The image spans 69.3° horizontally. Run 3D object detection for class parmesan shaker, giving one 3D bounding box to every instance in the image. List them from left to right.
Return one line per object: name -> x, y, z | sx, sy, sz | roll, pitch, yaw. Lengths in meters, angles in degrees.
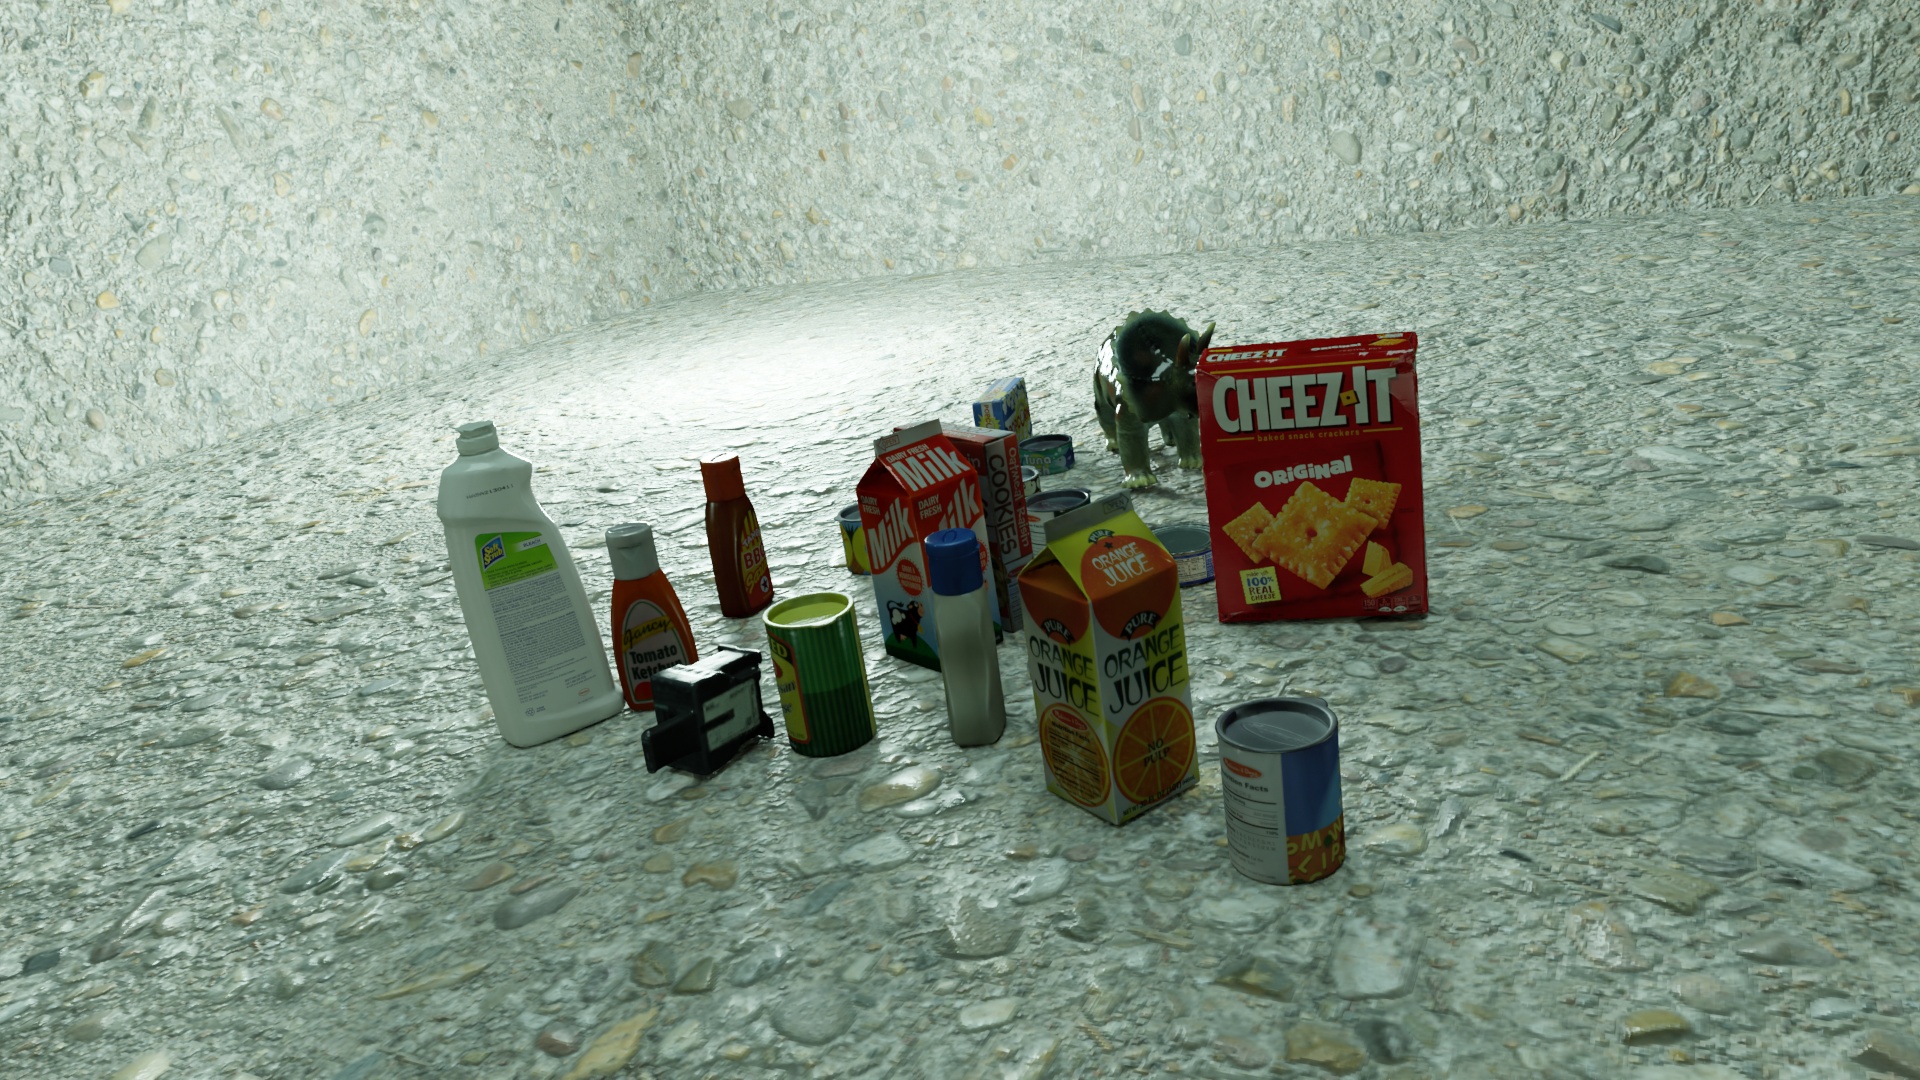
parmesan shaker -> -0.100, 0.097, 1.000 | 0.071, 0.102, 0.071 | -8, 18, 3

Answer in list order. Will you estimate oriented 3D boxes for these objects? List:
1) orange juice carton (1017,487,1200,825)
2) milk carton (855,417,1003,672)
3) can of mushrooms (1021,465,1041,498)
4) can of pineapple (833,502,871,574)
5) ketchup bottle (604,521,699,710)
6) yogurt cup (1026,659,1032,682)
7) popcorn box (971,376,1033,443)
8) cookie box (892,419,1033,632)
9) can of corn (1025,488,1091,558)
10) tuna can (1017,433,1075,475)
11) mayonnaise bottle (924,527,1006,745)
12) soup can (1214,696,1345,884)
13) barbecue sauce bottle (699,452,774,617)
orange juice carton -> 0.089, 0.068, 0.857 | 0.072, 0.192, 0.073 | -20, 21, -31
milk carton -> -0.027, 0.001, 1.117 | 0.072, 0.189, 0.073 | -23, 23, -38
can of mushrooms -> 0.056, -0.056, 1.501 | 0.071, 0.033, 0.071 | -8, 18, 3
can of pineapple -> -0.086, -0.004, 1.370 | 0.071, 0.057, 0.071 | -8, 18, 3
ketchup bottle -> -0.251, 0.060, 1.110 | 0.065, 0.148, 0.043 | -11, 18, -8
yogurt cup -> 0.083, 0.105, 0.970 | 0.072, 0.053, 0.072 | -8, 18, 3
popcorn box -> 0.053, -0.142, 1.681 | 0.038, 0.085, 0.127 | -3, 19, 17
cookie box -> 0.004, -0.015, 1.187 | 0.040, 0.166, 0.123 | -22, 22, -36
can of corn -> 0.096, -0.012, 1.312 | 0.071, 0.058, 0.071 | -8, 18, 3
tuna can -> 0.099, -0.099, 1.613 | 0.071, 0.032, 0.071 | -8, 18, 3
mayonnaise bottle -> 0.003, 0.066, 0.975 | 0.041, 0.147, 0.065 | -6, 18, 8
soup can -> 0.182, 0.138, 0.777 | 0.071, 0.083, 0.071 | -8, 18, 3
barbecue sauce bottle -> -0.211, -0.007, 1.292 | 0.043, 0.148, 0.065 | -2, 19, 19
